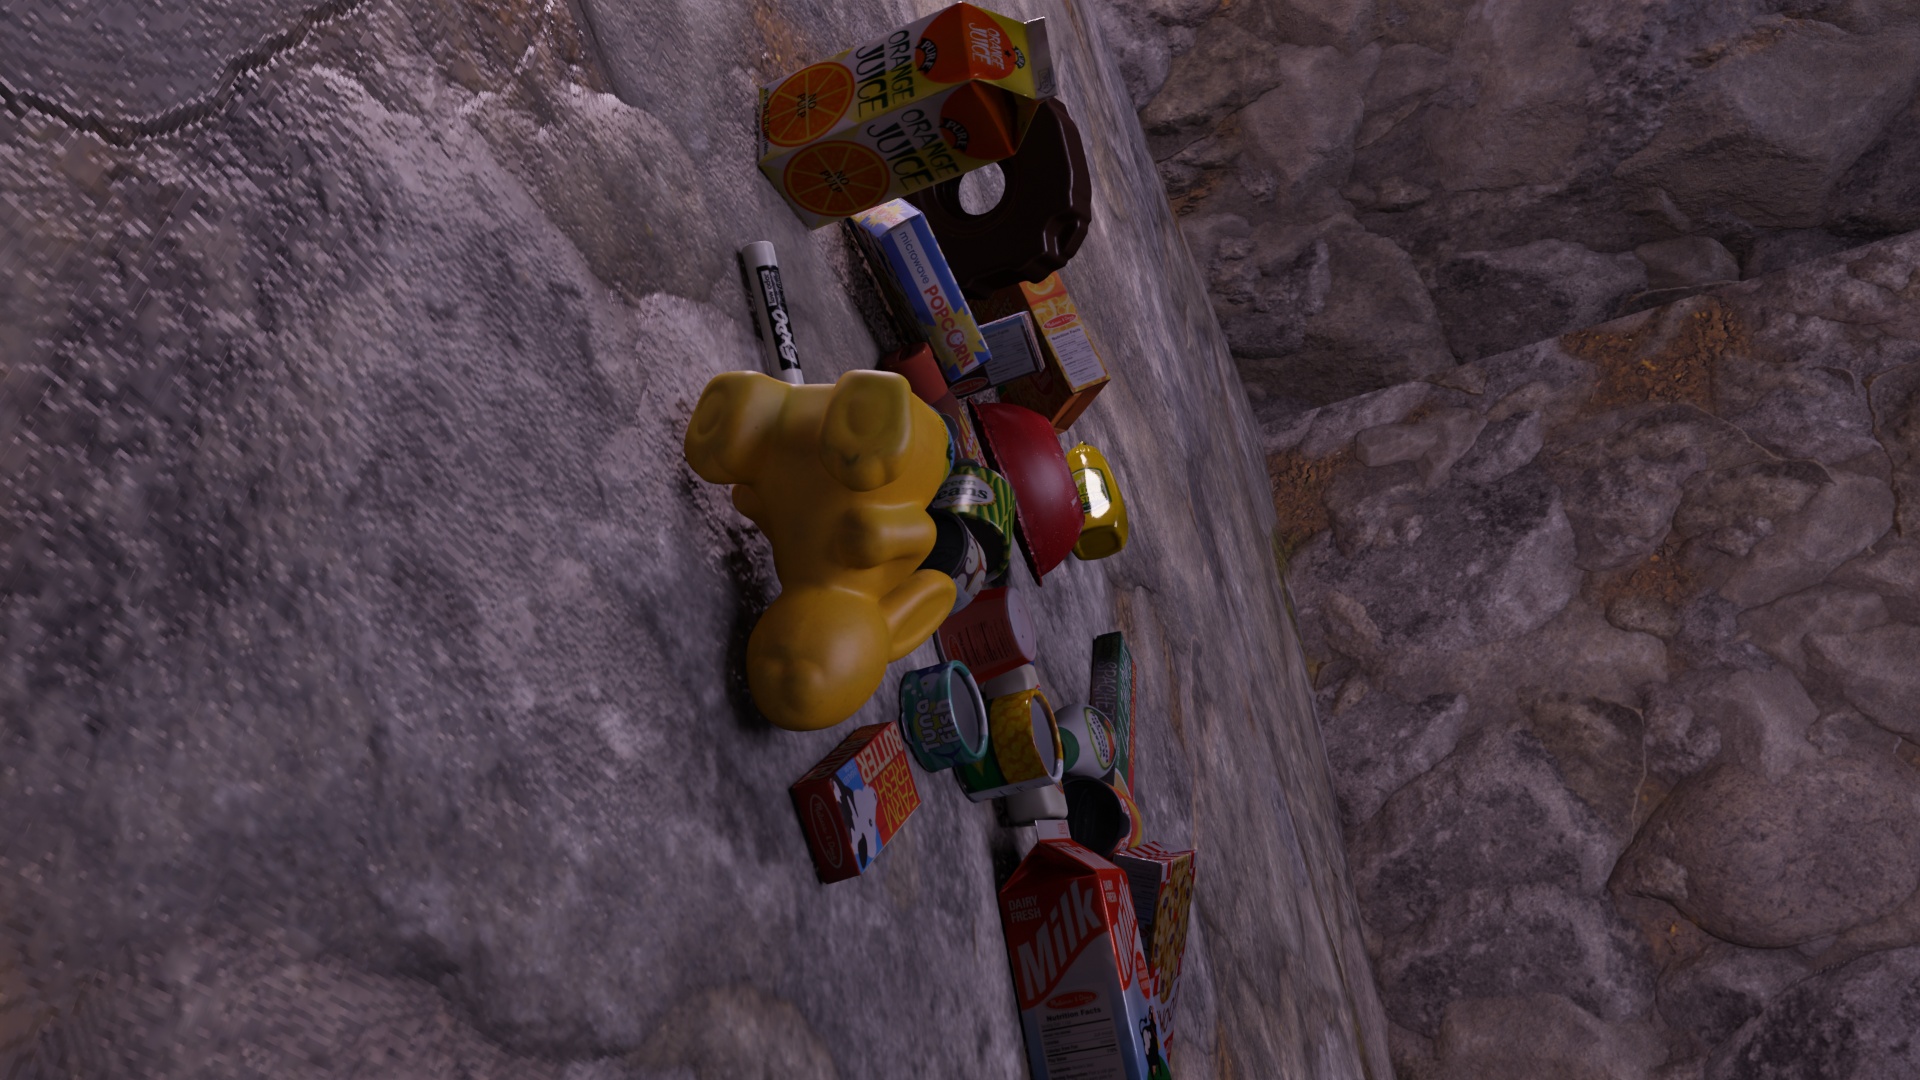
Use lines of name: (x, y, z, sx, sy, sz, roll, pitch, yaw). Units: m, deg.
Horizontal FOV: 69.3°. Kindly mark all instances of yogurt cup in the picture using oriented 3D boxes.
yogurt cup: (0.018, 0.064, 0.964, 0.072, 0.054, 0.072, -18, 91, -72)

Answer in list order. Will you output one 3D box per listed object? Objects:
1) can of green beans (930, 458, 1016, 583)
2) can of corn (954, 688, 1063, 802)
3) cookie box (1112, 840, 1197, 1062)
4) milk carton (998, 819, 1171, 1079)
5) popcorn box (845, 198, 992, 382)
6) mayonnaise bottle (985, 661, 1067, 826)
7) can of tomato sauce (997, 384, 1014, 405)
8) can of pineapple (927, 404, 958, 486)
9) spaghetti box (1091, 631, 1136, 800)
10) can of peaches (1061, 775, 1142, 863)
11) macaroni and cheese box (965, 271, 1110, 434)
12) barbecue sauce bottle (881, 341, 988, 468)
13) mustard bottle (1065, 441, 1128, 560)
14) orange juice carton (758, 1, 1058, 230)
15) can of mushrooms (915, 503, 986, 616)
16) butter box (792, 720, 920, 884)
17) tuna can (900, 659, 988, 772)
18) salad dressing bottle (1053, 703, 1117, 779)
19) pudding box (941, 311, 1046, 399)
can of green beans: (0.004, -0.010, 0.969, 0.058, 0.071, 0.071, -82, 150, -52)
can of corn: (0.030, 0.134, 0.930, 0.071, 0.058, 0.071, -17, 91, -73)
cookie box: (0.135, 0.313, 1.025, 0.123, 0.040, 0.167, 21, 77, -68)
milk carton: (0.080, 0.281, 0.924, 0.072, 0.073, 0.191, 29, 47, -66)
popcorn box: (-0.031, -0.186, 1.008, 0.126, 0.038, 0.085, 62, -8, -33)
mayonnaise bottle: (0.043, 0.129, 1.000, 0.064, 0.041, 0.148, 43, 35, -69)
can of tomato sauce: (0.067, -0.147, 1.273, 0.071, 0.071, 0.083, 26, 50, -67)
can of pineapple: (-0.041, -0.054, 0.867, 0.058, 0.071, 0.071, -38, 111, -71)
spaghetti box: (0.139, 0.175, 1.269, 0.251, 0.028, 0.050, -77, 147, -57)
can of peaches: (0.102, 0.216, 1.054, 0.058, 0.071, 0.071, 40, 37, -62)
macaroni and cheese box: (0.058, -0.181, 1.180, 0.166, 0.040, 0.123, 65, -18, 9)
barbecue sauce bottle: (-0.012, -0.072, 1.012, 0.065, 0.043, 0.148, -83, 151, -61)
mustard bottle: (0.127, -0.050, 1.386, 0.161, 0.065, 0.048, -95, 166, -47)
orange juice carton: (-0.031, -0.278, 0.894, 0.073, 0.192, 0.072, 47, 32, -54)
can of mushrooms: (-0.019, 0.013, 0.877, 0.033, 0.071, 0.071, 53, 27, -49)
butter box: (-0.053, 0.136, 0.735, 0.104, 0.024, 0.053, -33, 107, -71)
tuna can: (-0.010, 0.110, 0.872, 0.071, 0.033, 0.071, -18, 91, -73)
salad dressing bottle: (0.086, 0.163, 1.097, 0.148, 0.044, 0.064, 10, 63, -70)
pudding box: (0.021, -0.148, 1.116, 0.030, 0.083, 0.049, -55, 126, -72)
